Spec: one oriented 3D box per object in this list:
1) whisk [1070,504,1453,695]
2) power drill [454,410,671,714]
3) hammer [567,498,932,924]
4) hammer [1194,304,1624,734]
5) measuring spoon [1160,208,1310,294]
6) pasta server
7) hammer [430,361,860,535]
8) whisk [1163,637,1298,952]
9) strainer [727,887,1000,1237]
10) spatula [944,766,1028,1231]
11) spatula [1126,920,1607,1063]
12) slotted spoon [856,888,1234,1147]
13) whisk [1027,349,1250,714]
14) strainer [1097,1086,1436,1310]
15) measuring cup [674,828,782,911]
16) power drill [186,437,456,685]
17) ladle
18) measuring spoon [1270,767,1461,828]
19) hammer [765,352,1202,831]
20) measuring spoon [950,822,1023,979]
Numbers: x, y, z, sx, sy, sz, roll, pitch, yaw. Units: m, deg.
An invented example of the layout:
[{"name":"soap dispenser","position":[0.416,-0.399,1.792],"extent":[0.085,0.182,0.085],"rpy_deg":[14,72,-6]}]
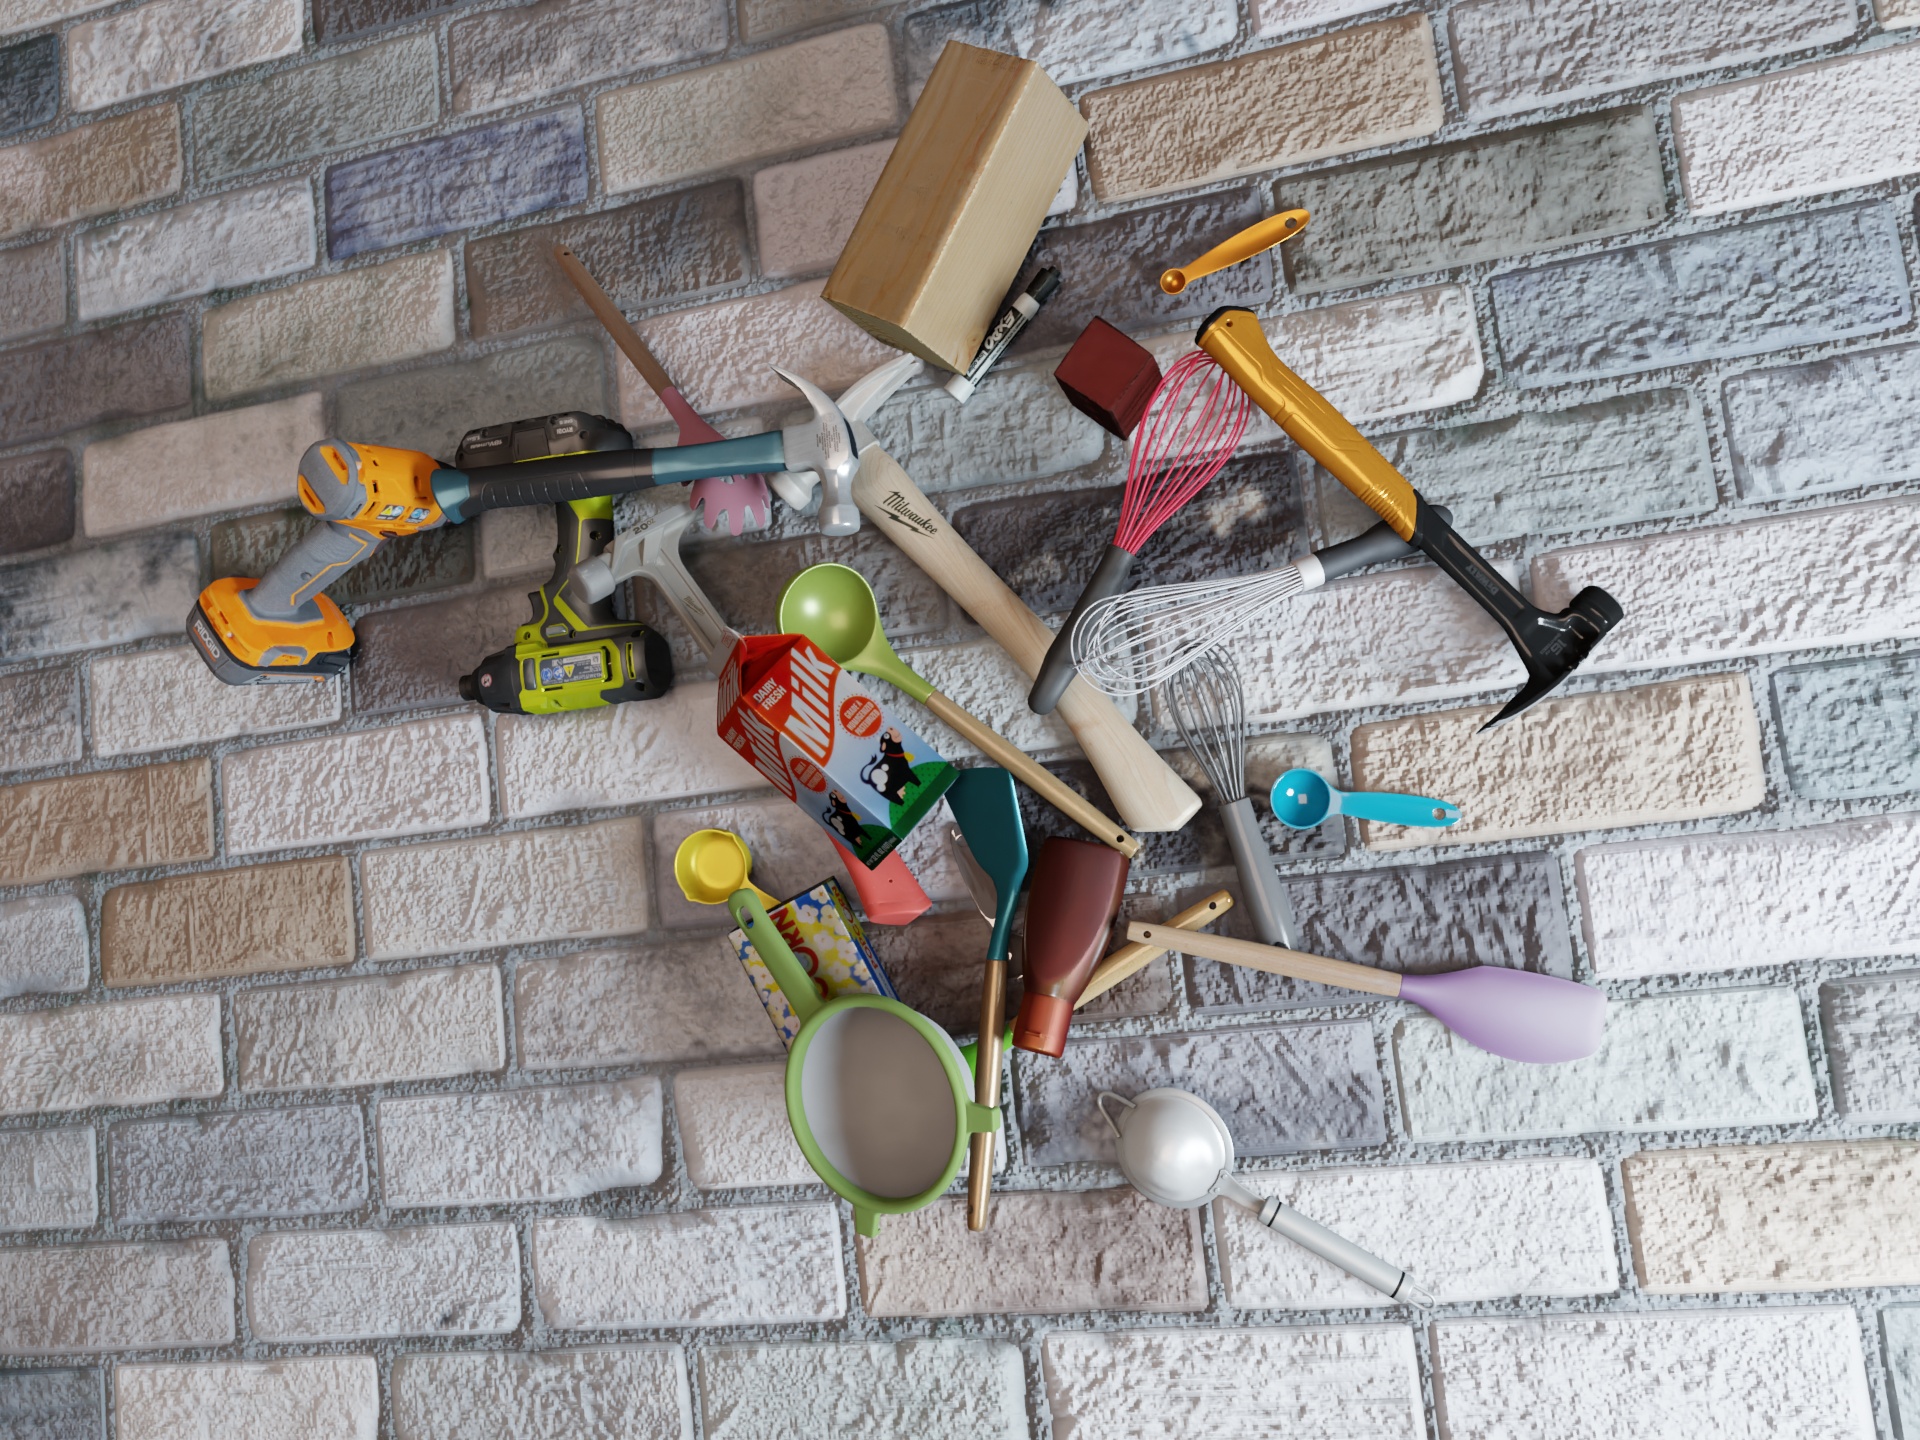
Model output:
[{"name":"whisk","position":[0.206,-0.088,1.078],"extent":[0.284,0.070,0.070],"rpy_deg":[-22,79,-5]},{"name":"power drill","position":[-0.323,-0.118,1.249],"extent":[0.171,0.080,0.223],"rpy_deg":[-7,86,14]},{"name":"hammer","position":[-0.131,-0.004,1.185],"extent":[0.149,0.036,0.359],"rpy_deg":[-33,83,-29]},{"name":"hammer","position":[0.278,-0.146,1.057],"extent":[0.127,0.034,0.337],"rpy_deg":[-42,83,-15]},{"name":"measuring spoon","position":[0.200,-0.340,1.156],"extent":[0.117,0.011,0.021],"rpy_deg":[-25,79,9]},{"name":"pasta server","position":[-0.243,-0.268,1.248],"extent":[0.060,0.040,0.316],"rpy_deg":[-24,62,-28]},{"name":"hammer","position":[-0.236,-0.184,1.171],"extent":[0.331,0.033,0.128],"rpy_deg":[-5,82,12]},{"name":"whisk","position":[0.193,0.057,1.102],"extent":[0.055,0.055,0.239],"rpy_deg":[-18,84,14]},{"name":"strainer","position":[-0.074,0.218,1.115],"extent":[0.151,0.069,0.256],"rpy_deg":[-48,68,26]},{"name":"spatula","position":[0.014,0.193,1.113],"extent":[0.082,0.044,0.317],"rpy_deg":[-8,75,52]},{"name":"spatula","position":[0.267,0.174,1.064],"extent":[0.316,0.018,0.060],"rpy_deg":[11,91,8]},{"name":"slotted spoon","position":[0.061,0.210,1.133],"extent":[0.314,0.031,0.070],"rpy_deg":[-34,74,8]},{"name":"whisk","position":[0.123,-0.135,1.116],"extent":[0.073,0.073,0.296],"rpy_deg":[27,87,16]},{"name":"strainer","position":[0.202,0.327,1.075],"extent":[0.258,0.050,0.087],"rpy_deg":[27,108,13]},{"name":"measuring cup","position":[-0.146,0.138,1.204],"extent":[0.156,0.029,0.062],"rpy_deg":[35,97,4]},{"name":"power drill","position":[-0.490,-0.128,1.268],"extent":[0.226,0.164,0.084],"rpy_deg":[-43,75,21]},{"name":"ladle","position":[-0.002,-0.004,1.149],"extent":[0.320,0.062,0.078],"rpy_deg":[37,83,11]},{"name":"measuring spoon","position":[0.277,0.059,1.094],"extent":[0.128,0.021,0.042],"rpy_deg":[6,84,7]},{"name":"hammer","position":[0.034,-0.087,1.164],"extent":[0.146,0.038,0.411],"rpy_deg":[-43,76,7]},{"name":"measuring spoon","position":[0.021,0.131,1.160],"extent":[0.034,0.018,0.124],"rpy_deg":[-27,71,10]}]
